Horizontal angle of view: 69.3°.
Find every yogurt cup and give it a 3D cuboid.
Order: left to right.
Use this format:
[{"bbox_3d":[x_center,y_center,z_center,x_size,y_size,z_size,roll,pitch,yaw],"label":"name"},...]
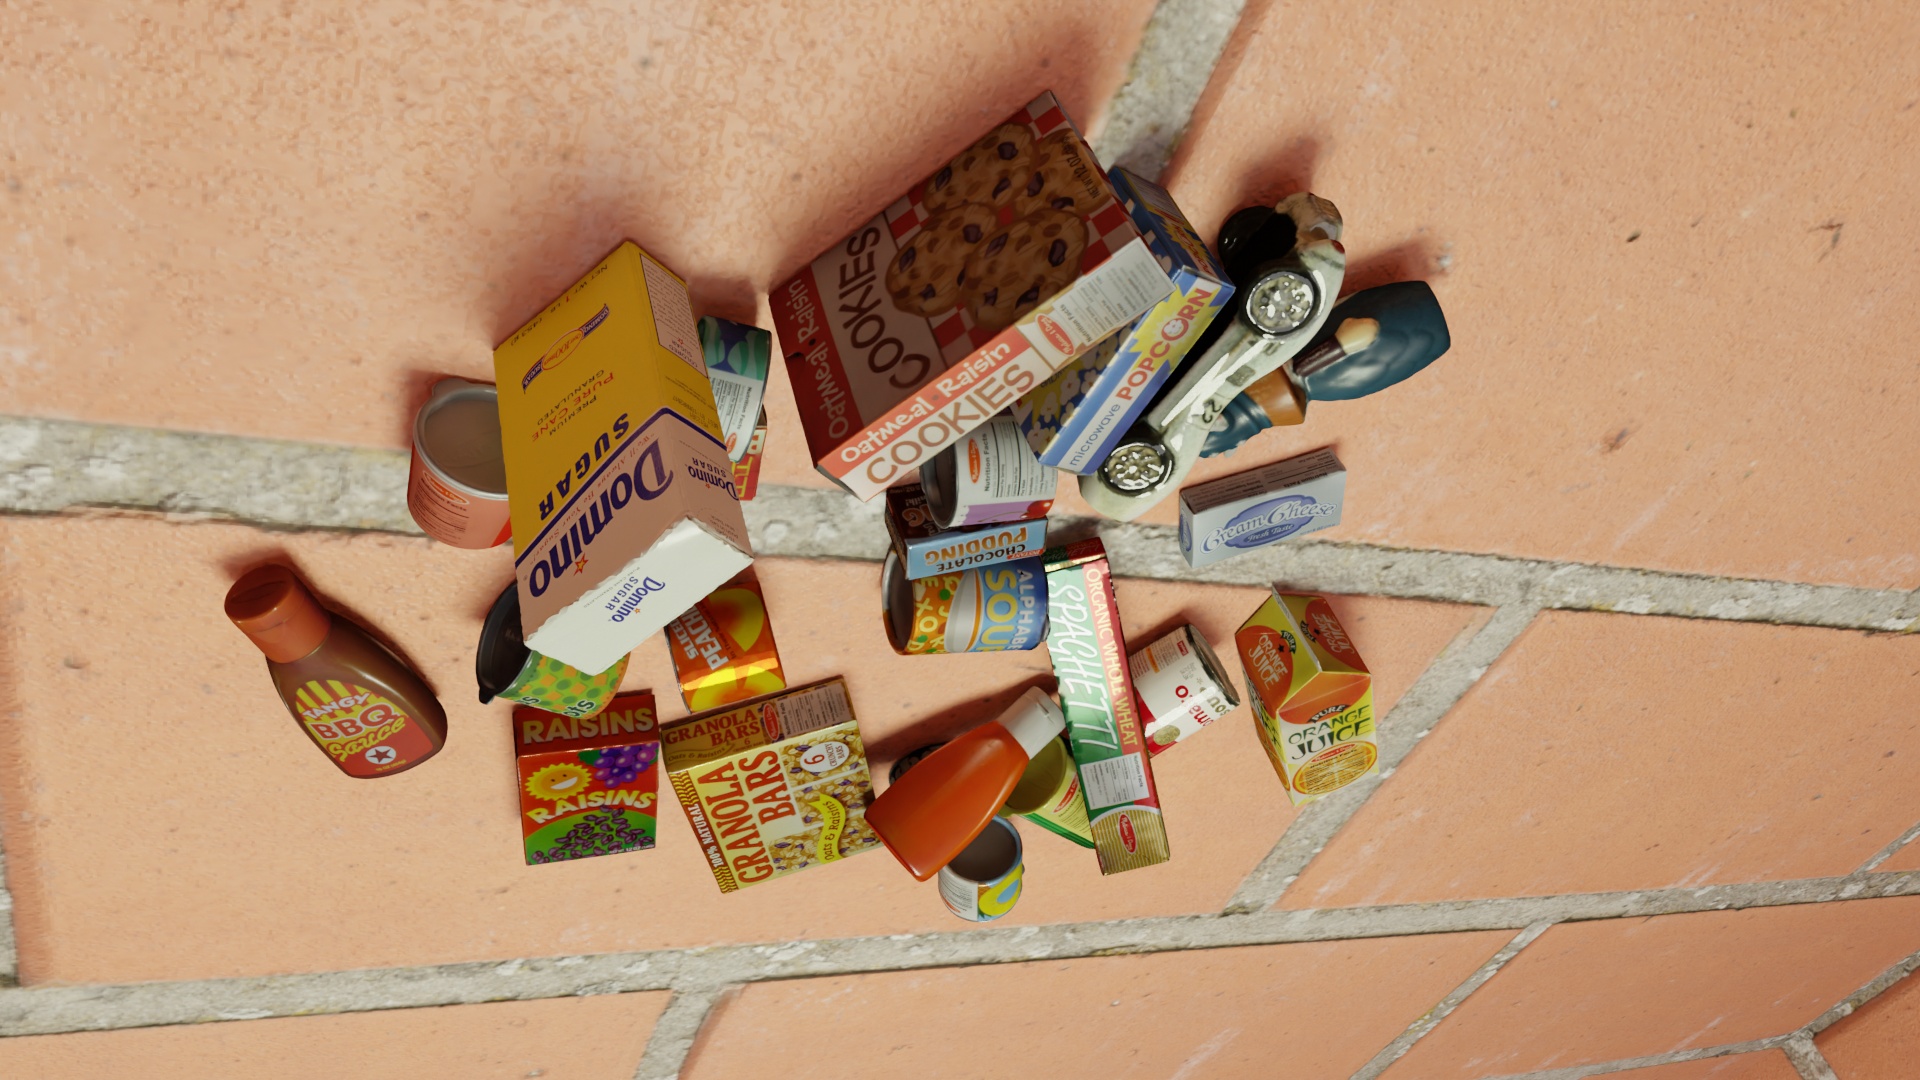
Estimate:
[{"bbox_3d":[-0.230,-0.032,0.661,0.072,0.073,0.053,9,139,-30],"label":"yogurt cup"}]

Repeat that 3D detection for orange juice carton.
[{"bbox_3d":[0.252,0.111,1.010,0.073,0.072,0.191,-23,140,2],"label":"orange juice carton"}]

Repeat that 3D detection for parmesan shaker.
[{"bbox_3d":[0.075,0.185,1.019,0.071,0.071,0.103,-36,138,17],"label":"parmesan shaker"}]

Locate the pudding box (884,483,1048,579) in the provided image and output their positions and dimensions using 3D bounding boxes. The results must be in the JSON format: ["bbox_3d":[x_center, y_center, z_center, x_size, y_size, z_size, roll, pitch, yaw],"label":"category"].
[{"bbox_3d":[0.003,-0.010,0.791,0.084,0.050,0.030,-10,137,-12],"label":"pudding box"}]

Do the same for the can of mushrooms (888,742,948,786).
[{"bbox_3d":[-0.018,0.180,1.002,0.071,0.033,0.070,-12,139,-11],"label":"can of mushrooms"}]

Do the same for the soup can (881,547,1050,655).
[{"bbox_3d":[0.003,0.036,0.824,0.084,0.071,0.071,-1,136,-21],"label":"soup can"}]

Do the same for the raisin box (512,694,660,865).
[{"bbox_3d":[-0.235,0.152,0.877,0.086,0.040,0.122,-4,138,-17],"label":"raisin box"}]

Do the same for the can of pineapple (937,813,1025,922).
[{"bbox_3d":[0.016,0.249,1.067,0.071,0.071,0.057,-12,138,-10],"label":"can of pineapple"}]

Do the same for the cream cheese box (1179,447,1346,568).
[{"bbox_3d":[0.190,-0.020,0.877,0.104,0.024,0.053,-16,138,-6],"label":"cream cheese box"}]

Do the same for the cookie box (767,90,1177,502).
[{"bbox_3d":[-0.003,-0.111,0.622,0.167,0.123,0.040,-33,137,14],"label":"cookie box"}]

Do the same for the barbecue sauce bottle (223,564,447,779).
[{"bbox_3d":[-0.336,0.071,0.744,0.065,0.044,0.147,-18,139,-2],"label":"barbecue sauce bottle"}]

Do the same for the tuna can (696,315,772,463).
[{"bbox_3d":[-0.114,-0.074,0.662,0.033,0.071,0.070,13,130,-18],"label":"tuna can"}]

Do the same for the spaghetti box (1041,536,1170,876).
[{"bbox_3d":[0.092,0.113,0.906,0.050,0.029,0.249,-13,117,2],"label":"spaghetti box"}]

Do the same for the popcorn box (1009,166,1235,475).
[{"bbox_3d":[0.070,-0.106,0.687,0.038,0.085,0.126,12,129,-33],"label":"popcorn box"}]

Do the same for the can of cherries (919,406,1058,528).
[{"bbox_3d":[0.014,-0.043,0.752,0.058,0.072,0.071,-6,137,-17],"label":"can of cherries"}]

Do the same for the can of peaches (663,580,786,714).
[{"bbox_3d":[-0.135,0.060,0.796,0.058,0.071,0.071,-14,139,-8],"label":"can of peaches"}]

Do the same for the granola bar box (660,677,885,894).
[{"bbox_3d":[-0.122,0.169,0.943,0.124,0.039,0.164,-16,139,-8],"label":"granola bar box"}]

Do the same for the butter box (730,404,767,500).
[{"bbox_3d":[-0.152,-0.046,0.707,0.104,0.024,0.052,-1,135,-22],"label":"butter box"}]

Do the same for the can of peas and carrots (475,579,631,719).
[{"bbox_3d":[-0.223,0.062,0.761,0.058,0.071,0.070,24,122,-40],"label":"can of peas and carrots"}]

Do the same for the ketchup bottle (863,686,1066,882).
[{"bbox_3d":[0.008,0.161,0.948,0.149,0.065,0.043,-40,167,-12],"label":"ketchup bottle"}]
